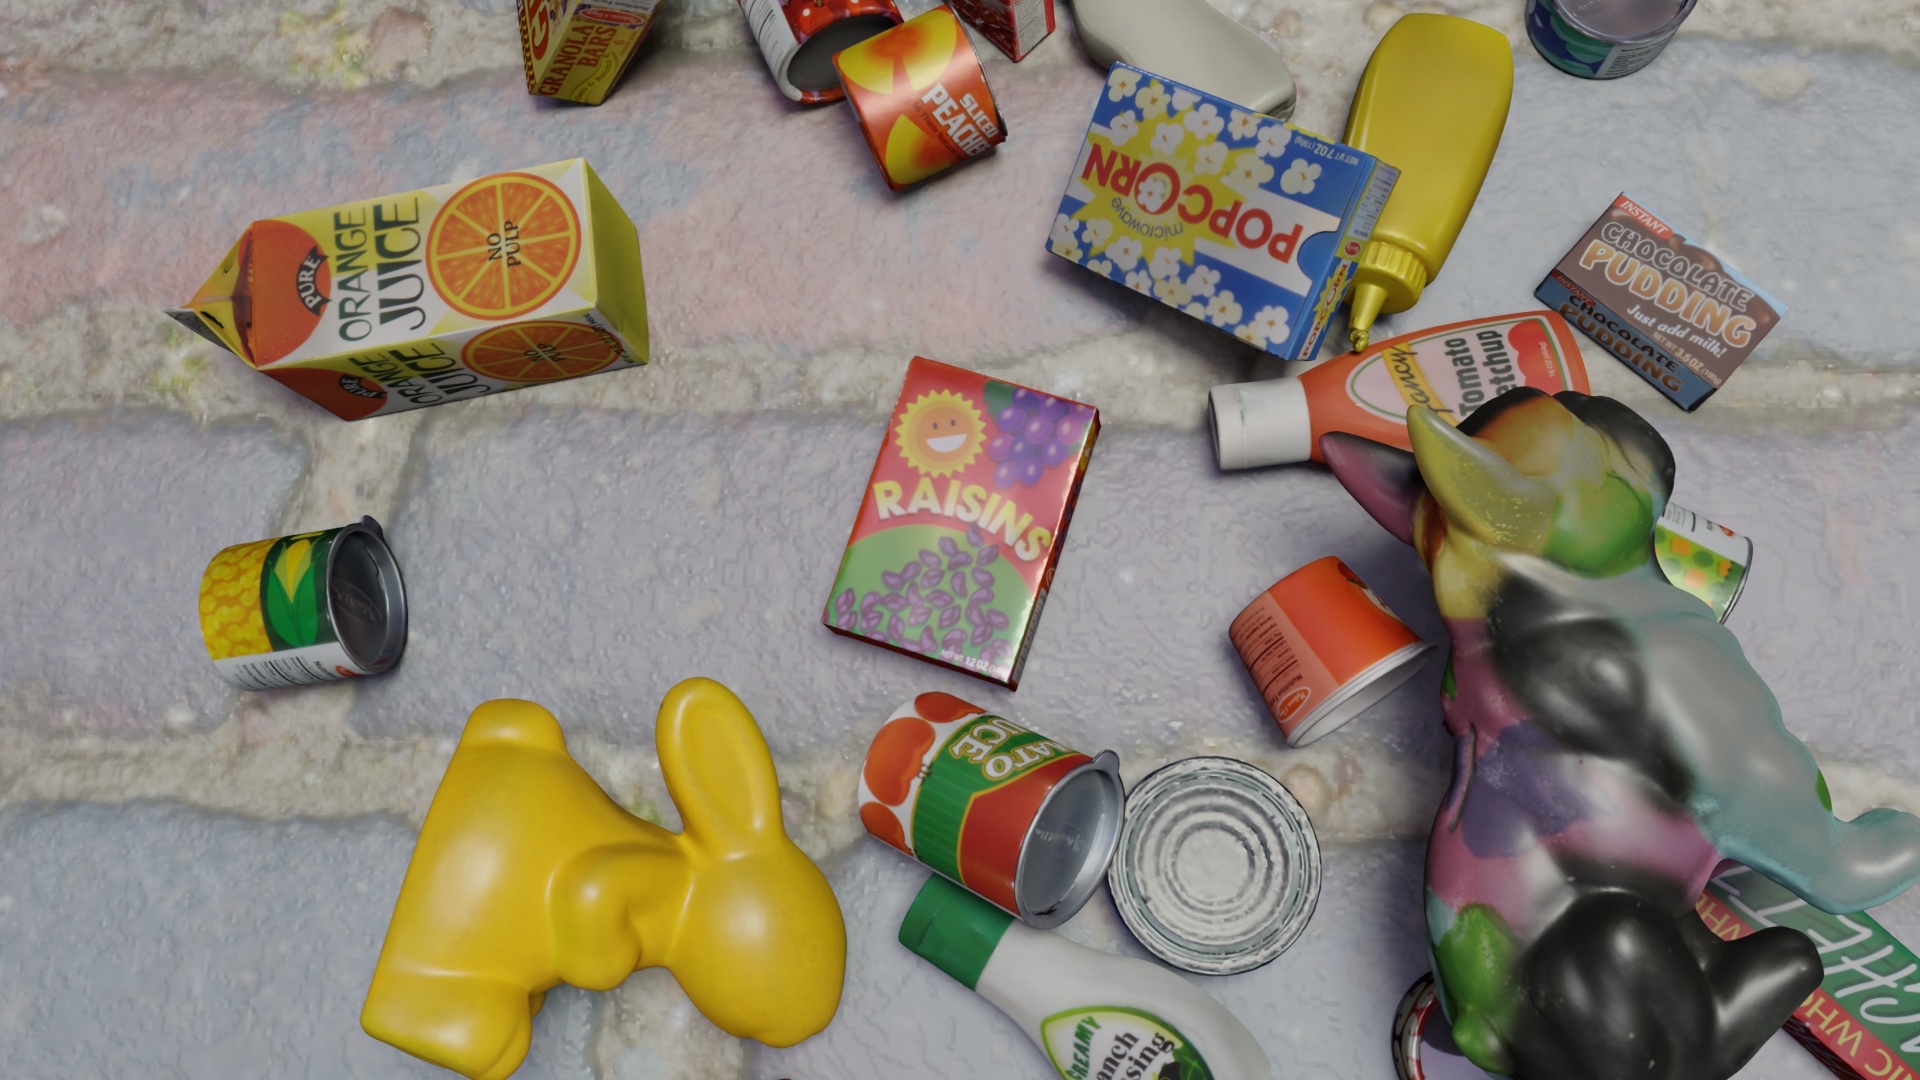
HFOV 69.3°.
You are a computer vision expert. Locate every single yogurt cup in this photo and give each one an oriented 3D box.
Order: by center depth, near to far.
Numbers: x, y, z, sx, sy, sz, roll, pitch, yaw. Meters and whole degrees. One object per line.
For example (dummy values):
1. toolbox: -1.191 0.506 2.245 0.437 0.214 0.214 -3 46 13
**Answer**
1. yogurt cup: 0.145 0.043 0.556 0.072 0.072 0.054 -33 68 -2

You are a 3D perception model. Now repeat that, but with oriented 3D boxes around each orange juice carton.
1. orange juice carton: -0.246 -0.107 0.626 0.193 0.071 0.073 -10 76 3

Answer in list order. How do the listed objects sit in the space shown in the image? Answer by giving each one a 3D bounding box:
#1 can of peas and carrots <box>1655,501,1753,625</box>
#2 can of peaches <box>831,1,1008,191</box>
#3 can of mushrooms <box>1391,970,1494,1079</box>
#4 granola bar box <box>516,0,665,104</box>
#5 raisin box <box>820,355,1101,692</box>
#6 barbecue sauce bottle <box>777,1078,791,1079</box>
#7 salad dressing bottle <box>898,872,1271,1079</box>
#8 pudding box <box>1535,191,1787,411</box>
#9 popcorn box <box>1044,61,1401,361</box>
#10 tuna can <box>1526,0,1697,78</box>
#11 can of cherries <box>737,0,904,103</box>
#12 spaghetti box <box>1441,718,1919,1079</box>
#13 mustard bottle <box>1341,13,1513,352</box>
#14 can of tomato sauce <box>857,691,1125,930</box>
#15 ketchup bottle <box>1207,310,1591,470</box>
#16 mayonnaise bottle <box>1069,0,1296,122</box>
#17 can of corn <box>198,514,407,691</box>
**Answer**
1. can of peas and carrots: 0.264 0.016 0.548 0.059 0.071 0.071 29 82 12
2. can of peaches: -0.018 -0.197 0.624 0.058 0.071 0.071 -24 76 1
3. can of mushrooms: 0.200 0.198 0.529 0.071 0.033 0.071 -1 77 5
4. granola bar box: -0.173 -0.307 0.641 0.039 0.123 0.166 -1 73 -34
5. raisin box: 0.002 -0.007 0.594 0.086 0.040 0.123 16 81 10
6. barbecue sauce bottle: -0.134 0.251 0.547 0.148 0.043 0.065 -17 76 1
7. salad dressing bottle: 0.045 0.181 0.541 0.148 0.044 0.064 29 114 17
8. pudding box: 0.296 -0.102 0.589 0.084 0.030 0.050 43 84 13
9. popcorn box: 0.105 -0.138 0.580 0.127 0.038 0.085 32 110 29
10. tuna can: 0.289 -0.245 0.621 0.071 0.032 0.071 -1 77 6
11. can of cherries: -0.063 -0.246 0.641 0.071 0.071 0.058 -26 76 0
12. spaghetti box: 0.302 0.139 0.535 0.250 0.028 0.050 43 86 13
13. mustard bottle: 0.189 -0.149 0.596 0.065 0.048 0.160 19 74 13
14. can of tomato sauce: 0.012 0.100 0.539 0.083 0.071 0.071 19 79 38
15. ketchup bottle: 0.181 -0.056 0.584 0.149 0.043 0.065 -8 64 5
16. mayonnaise bottle: 0.086 -0.236 0.637 0.065 0.041 0.148 -37 75 4
17. can of corn: -0.283 0.027 0.602 0.058 0.071 0.071 -9 77 4
